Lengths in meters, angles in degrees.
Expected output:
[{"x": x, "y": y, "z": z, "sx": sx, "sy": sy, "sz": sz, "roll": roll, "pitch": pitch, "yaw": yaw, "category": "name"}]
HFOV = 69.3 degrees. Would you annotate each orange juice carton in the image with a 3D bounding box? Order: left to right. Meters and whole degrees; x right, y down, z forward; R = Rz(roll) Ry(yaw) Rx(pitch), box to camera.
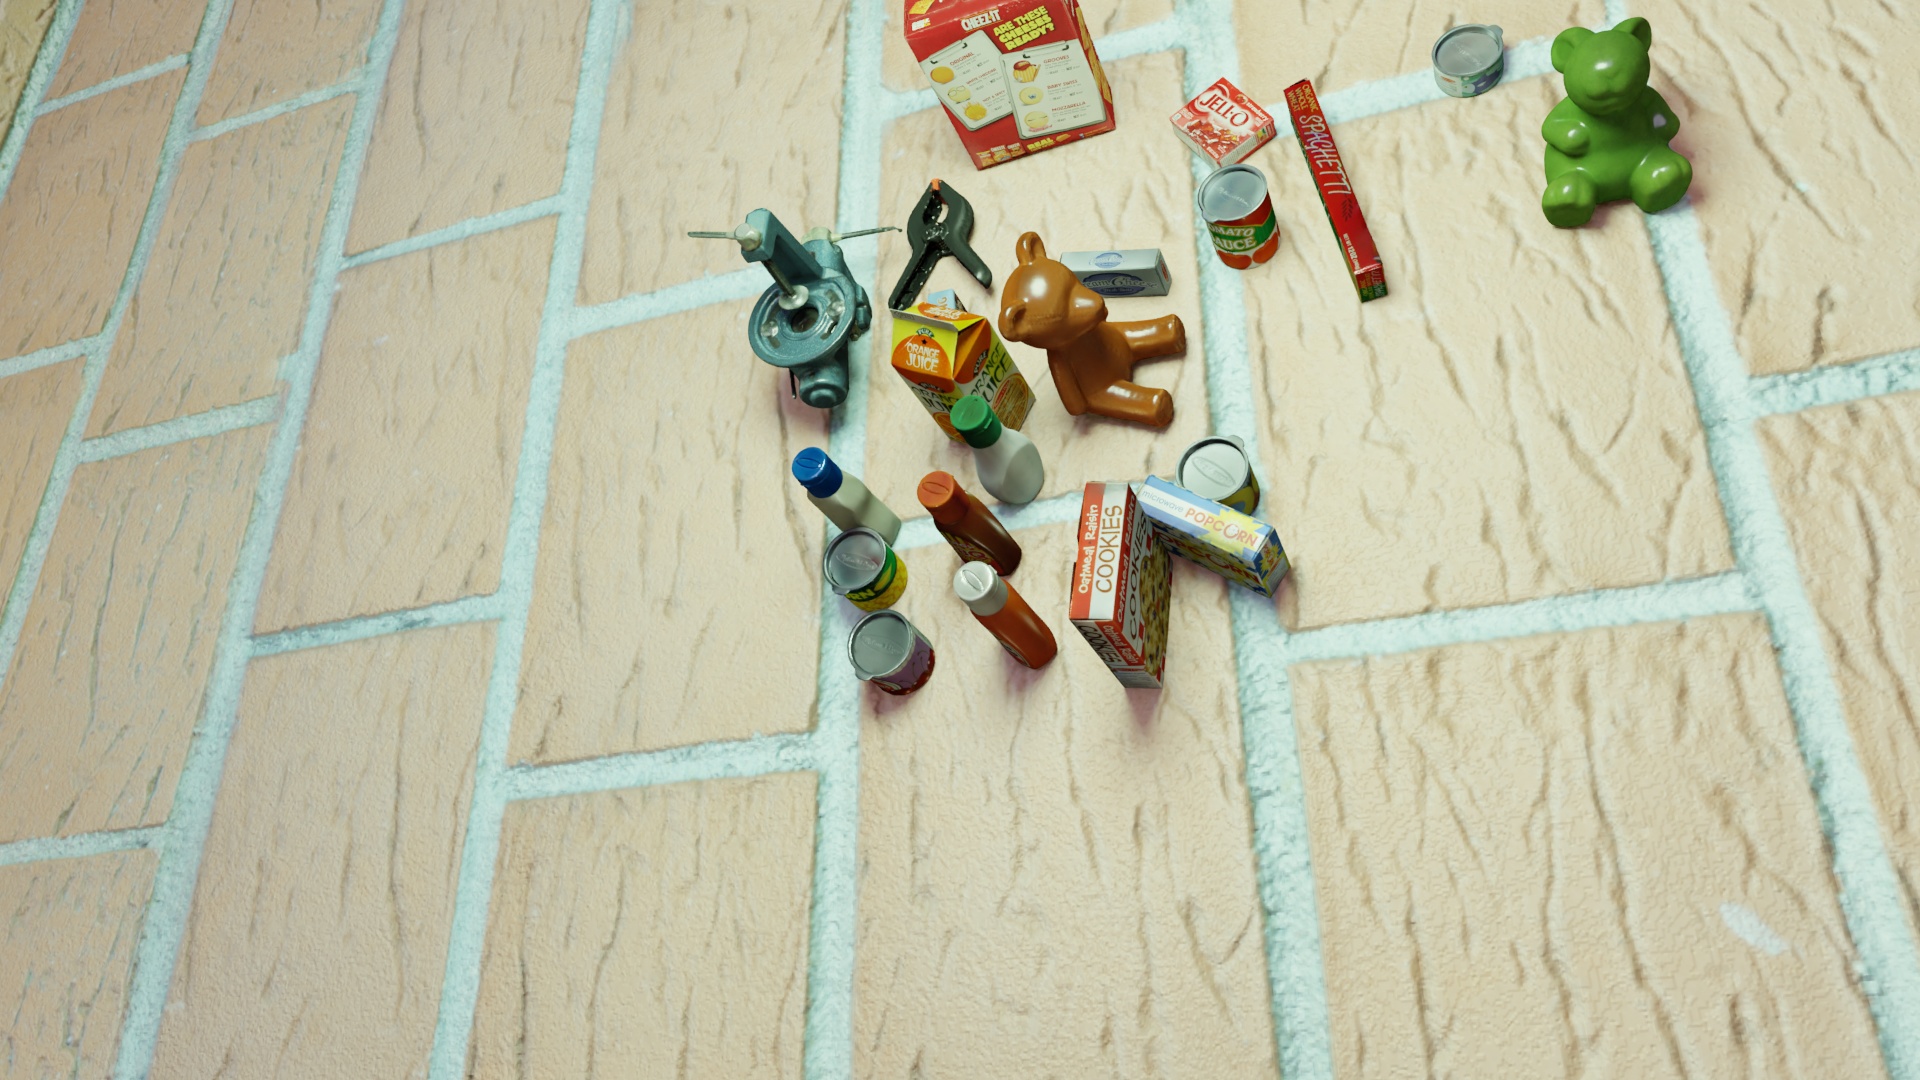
[{"x": -0.002, "y": -0.162, "z": 1.323, "sx": 0.072, "sy": 0.192, "sz": 0.073, "roll": 19, "pitch": 74, "yaw": 29, "category": "orange juice carton"}]

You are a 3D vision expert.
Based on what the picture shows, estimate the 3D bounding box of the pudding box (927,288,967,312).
[{"x": -0.012, "y": -0.213, "z": 1.438, "sx": 0.030, "sy": 0.049, "sz": 0.084, "roll": -12, "pitch": 61, "yaw": 18, "category": "pudding box"}]

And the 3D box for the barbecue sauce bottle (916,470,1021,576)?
[{"x": 0.005, "y": -0.016, "z": 1.274, "sx": 0.065, "sy": 0.148, "sz": 0.044, "roll": 18, "pitch": 74, "yaw": 29, "category": "barbecue sauce bottle"}]

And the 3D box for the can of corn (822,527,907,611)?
[{"x": -0.093, "y": 0.031, "z": 1.345, "sx": 0.071, "sy": 0.058, "sz": 0.071, "roll": -10, "pitch": 62, "yaw": 19, "category": "can of corn"}]

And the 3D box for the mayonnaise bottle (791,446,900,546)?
[{"x": -0.113, "y": -0.041, "z": 1.336, "sx": 0.065, "sy": 0.147, "sz": 0.041, "roll": 13, "pitch": 71, "yaw": 28, "category": "mayonnaise bottle"}]

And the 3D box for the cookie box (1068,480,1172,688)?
[{"x": 0.138, "y": 0.041, "z": 1.178, "sx": 0.040, "sy": 0.167, "sz": 0.123, "roll": -2, "pitch": 65, "yaw": 23, "category": "cookie box"}]

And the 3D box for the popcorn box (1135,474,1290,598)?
[{"x": 0.218, "y": -0.004, "z": 1.215, "sx": 0.127, "sy": 0.085, "sz": 0.038, "roll": 27, "pitch": 78, "yaw": 31, "category": "popcorn box"}]

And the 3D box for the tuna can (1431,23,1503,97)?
[{"x": 0.500, "y": -0.472, "z": 1.362, "sx": 0.071, "sy": 0.032, "sz": 0.071, "roll": -10, "pitch": 62, "yaw": 19, "category": "tuna can"}]

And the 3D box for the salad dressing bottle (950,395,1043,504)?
[{"x": 0.034, "y": -0.085, "z": 1.296, "sx": 0.044, "sy": 0.147, "sz": 0.064, "roll": 26, "pitch": 78, "yaw": 31, "category": "salad dressing bottle"}]

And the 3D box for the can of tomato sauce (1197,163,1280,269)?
[{"x": 0.271, "y": -0.312, "z": 1.348, "sx": 0.071, "sy": 0.083, "sz": 0.071, "roll": -10, "pitch": 62, "yaw": 19, "category": "can of tomato sauce"}]

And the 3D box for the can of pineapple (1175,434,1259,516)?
[{"x": 0.234, "y": -0.053, "z": 1.250, "sx": 0.071, "sy": 0.057, "sz": 0.071, "roll": -10, "pitch": 62, "yaw": 19, "category": "can of pineapple"}]

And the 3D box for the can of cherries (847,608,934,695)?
[{"x": -0.066, "y": 0.107, "z": 1.295, "sx": 0.071, "sy": 0.058, "sz": 0.072, "roll": -10, "pitch": 62, "yaw": 19, "category": "can of cherries"}]

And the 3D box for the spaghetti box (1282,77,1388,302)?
[{"x": 0.362, "y": -0.342, "z": 1.345, "sx": 0.028, "sy": 0.050, "sz": 0.251, "roll": -18, "pitch": 59, "yaw": 14, "category": "spaghetti box"}]

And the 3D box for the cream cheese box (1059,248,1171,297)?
[{"x": 0.155, "y": -0.267, "z": 1.393, "sx": 0.104, "sy": 0.053, "sz": 0.024, "roll": 3, "pitch": 67, "yaw": 24, "category": "cream cheese box"}]

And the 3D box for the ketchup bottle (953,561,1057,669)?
[{"x": 0.037, "y": 0.063, "z": 1.220, "sx": 0.043, "sy": 0.148, "sz": 0.065, "roll": -44, "pitch": 57, "yaw": -2, "category": "ketchup bottle"}]
